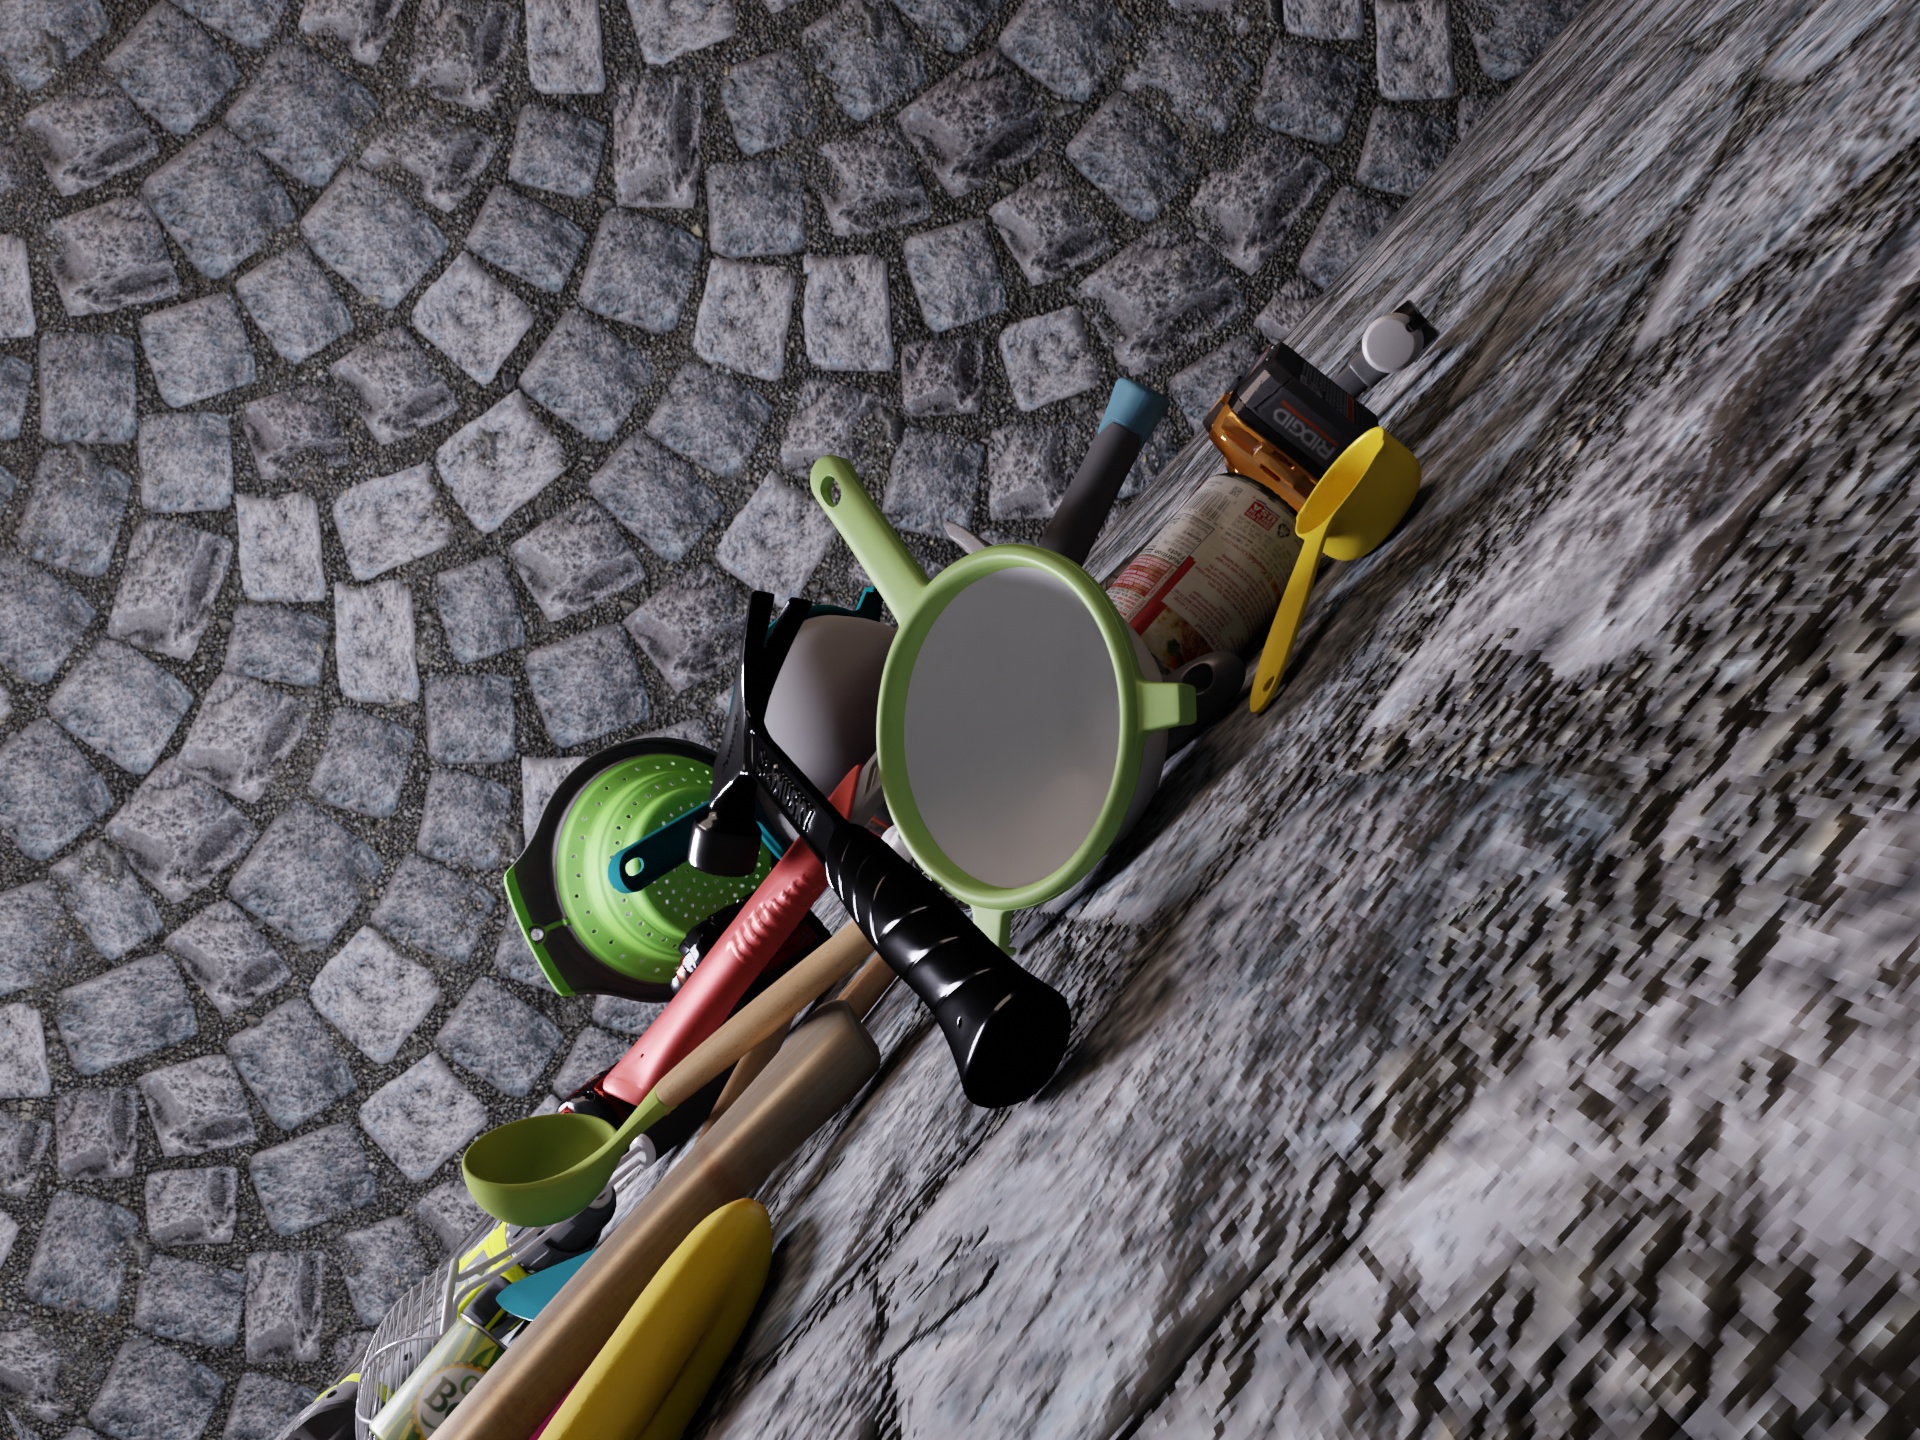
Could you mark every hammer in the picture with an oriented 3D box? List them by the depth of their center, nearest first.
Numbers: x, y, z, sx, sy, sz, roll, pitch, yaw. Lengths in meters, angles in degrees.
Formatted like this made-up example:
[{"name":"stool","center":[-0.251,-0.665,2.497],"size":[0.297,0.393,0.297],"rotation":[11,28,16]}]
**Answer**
[{"name":"hammer","center":[-0.172,0.254,0.610],"size":[0.146,0.038,0.411],"rotation":[-12,25,47]},{"name":"hammer","center":[-0.047,0.046,0.641],"size":[0.409,0.036,0.149],"rotation":[-147,68,-67]},{"name":"hammer","center":[-0.077,0.065,0.830],"size":[0.359,0.036,0.149],"rotation":[-52,32,16]},{"name":"hammer","center":[0.024,-0.033,0.865],"size":[0.331,0.033,0.128],"rotation":[-63,2,18]},{"name":"hammer","center":[0.167,-0.141,1.016],"size":[0.334,0.035,0.146],"rotation":[-42,-1,28]}]

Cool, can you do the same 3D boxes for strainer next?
[{"name":"strainer","center":[0.012,-0.032,0.701],"size":[0.069,0.257,0.151],"rotation":[4,-50,-42]},{"name":"strainer","center":[-0.097,0.036,1.115],"size":[0.095,0.211,0.340],"rotation":[-10,15,40]}]

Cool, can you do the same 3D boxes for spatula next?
[{"name":"spatula","center":[-0.105,0.192,0.830],"size":[0.317,0.044,0.082],"rotation":[-48,15,-28]}]

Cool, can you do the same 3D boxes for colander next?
[{"name":"colander","center":[-0.151,0.077,1.242],"size":[0.397,0.204,0.094],"rotation":[-28,7,-34]}]

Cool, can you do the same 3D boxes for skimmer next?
[{"name":"skimmer","center":[-0.198,0.293,0.902],"size":[0.363,0.090,0.127],"rotation":[-34,-38,-53]}]

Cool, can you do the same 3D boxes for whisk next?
[{"name":"whisk","center":[0.049,0.029,0.746],"size":[0.239,0.055,0.055],"rotation":[-39,8,43]}]

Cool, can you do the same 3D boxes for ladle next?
[{"name":"ladle","center":[-0.130,0.154,0.752],"size":[0.320,0.062,0.078],"rotation":[-41,-7,28]}]

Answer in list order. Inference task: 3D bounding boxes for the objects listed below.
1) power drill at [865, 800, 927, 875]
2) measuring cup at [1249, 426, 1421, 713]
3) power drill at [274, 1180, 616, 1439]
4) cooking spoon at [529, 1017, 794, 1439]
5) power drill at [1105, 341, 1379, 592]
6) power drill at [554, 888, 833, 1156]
[{"name":"power drill","center":[-0.002,-0.003,1.028],"size":[0.219,0.078,0.143],"rotation":[-61,5,9]},{"name":"measuring cup","center":[0.153,-0.057,0.655],"size":[0.062,0.029,0.157],"rotation":[-43,17,57]},{"name":"power drill","center":[-0.317,0.389,1.005],"size":[0.190,0.080,0.228],"rotation":[-46,1,36]},{"name":"cooking spoon","center":[-0.126,0.221,0.711],"size":[0.069,0.017,0.319],"rotation":[-23,19,22]},{"name":"power drill","center":[0.133,-0.099,0.895],"size":[0.226,0.084,0.185],"rotation":[-52,1,23]},{"name":"power drill","center":[-0.181,0.220,1.163],"size":[0.226,0.080,0.188],"rotation":[-49,-11,27]}]
